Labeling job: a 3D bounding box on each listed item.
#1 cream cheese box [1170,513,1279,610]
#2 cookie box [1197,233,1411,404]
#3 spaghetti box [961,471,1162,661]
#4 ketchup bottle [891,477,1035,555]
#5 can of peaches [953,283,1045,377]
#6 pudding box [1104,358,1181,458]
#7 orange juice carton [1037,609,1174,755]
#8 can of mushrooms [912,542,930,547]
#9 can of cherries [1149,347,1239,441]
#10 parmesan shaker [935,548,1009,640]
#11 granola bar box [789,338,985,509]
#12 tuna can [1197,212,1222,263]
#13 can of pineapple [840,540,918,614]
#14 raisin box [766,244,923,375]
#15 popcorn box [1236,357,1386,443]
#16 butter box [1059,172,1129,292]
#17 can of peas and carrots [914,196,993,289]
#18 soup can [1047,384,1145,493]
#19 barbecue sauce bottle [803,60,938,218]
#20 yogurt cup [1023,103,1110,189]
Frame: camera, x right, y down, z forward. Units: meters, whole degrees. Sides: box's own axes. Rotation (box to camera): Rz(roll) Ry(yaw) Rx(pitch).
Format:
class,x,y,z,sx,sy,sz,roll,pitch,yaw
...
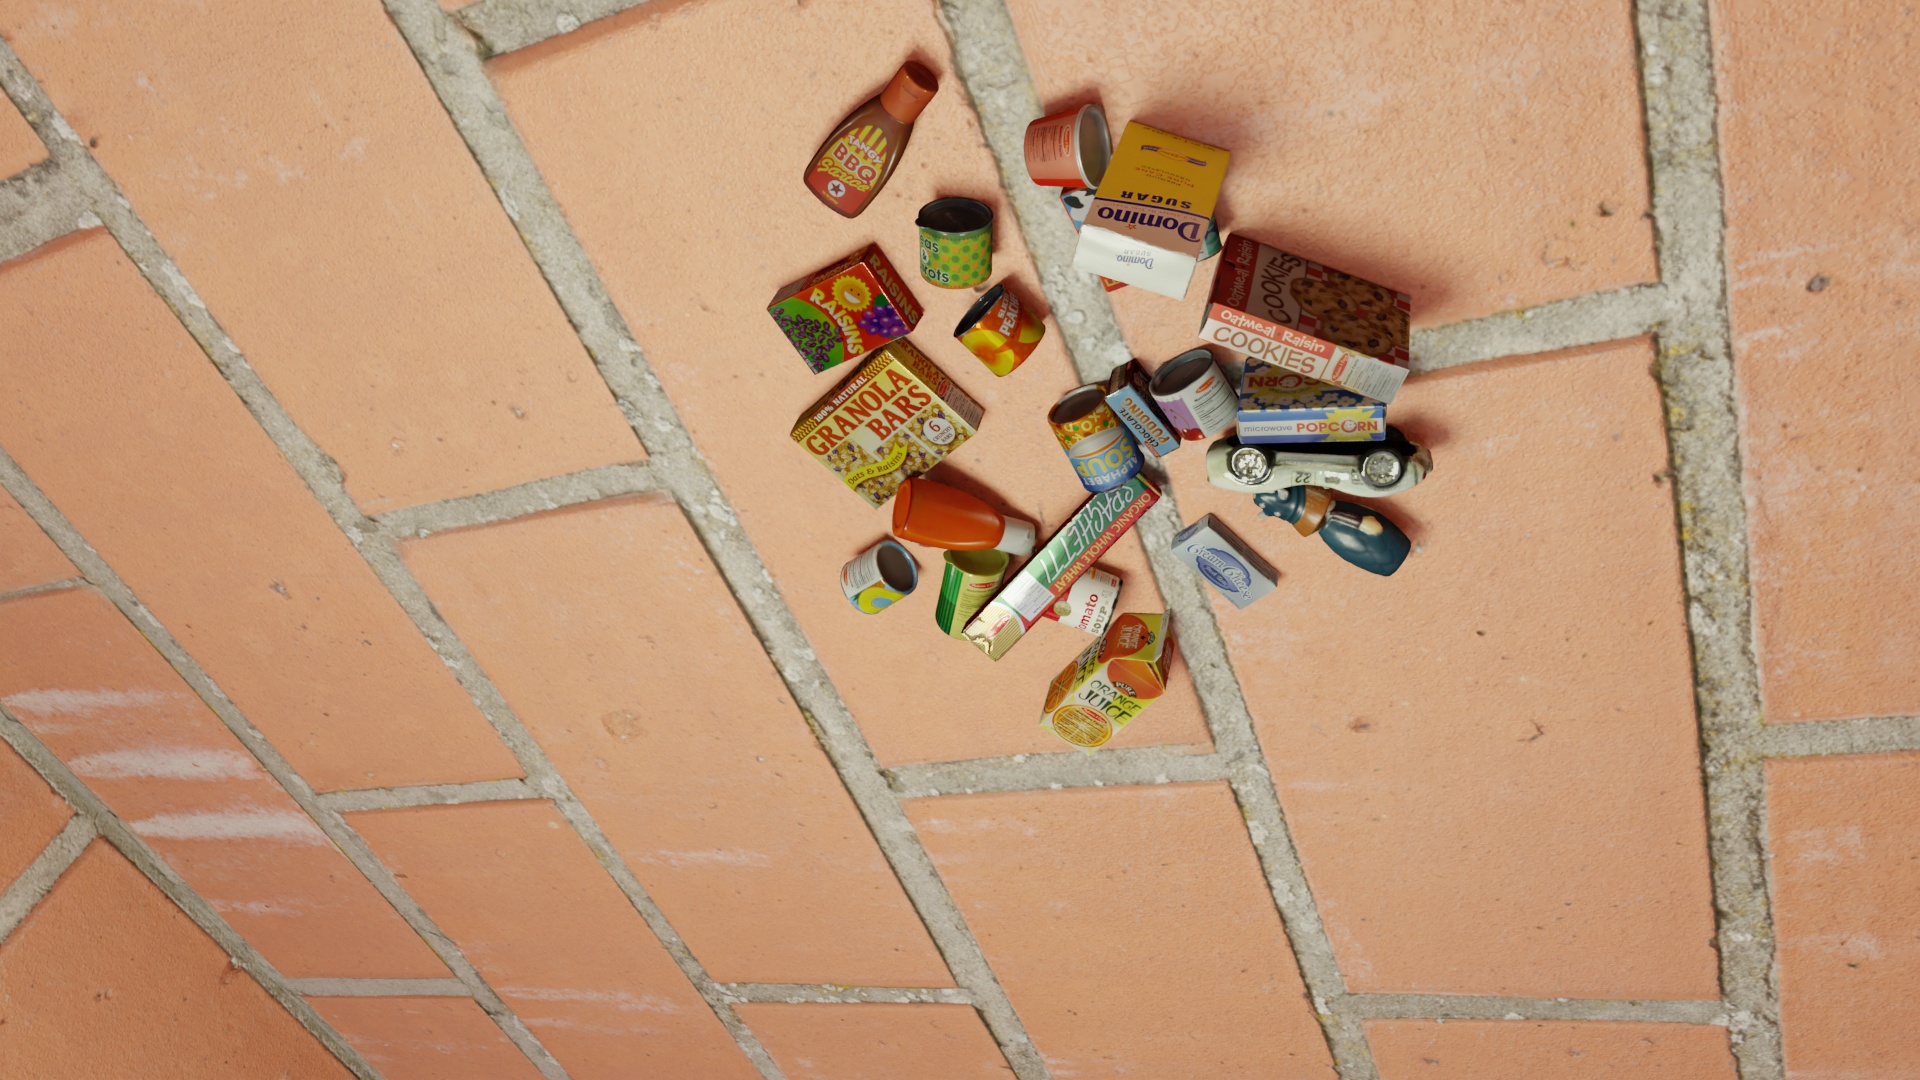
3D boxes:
class,x,y,z,sx,sy,sz,roll,pitch,yaw
cream cheese box,0.269,0.022,1.412,0.103,0.024,0.053,39,129,-15
cookie box,0.289,-0.188,1.158,0.167,0.123,0.040,20,132,2
spaghetti box,0.101,0.021,1.404,0.050,0.029,0.249,41,108,-7
ketchup bottle,0.005,-0.018,1.425,0.149,0.065,0.043,15,163,-25
can of peaches,0.038,-0.194,1.279,0.058,0.071,0.071,42,130,-18
pudding box,0.173,-0.123,1.304,0.030,0.050,0.083,-28,115,34
orange juice carton,0.170,0.150,1.524,0.073,0.072,0.191,32,132,-9
can of mushrooms,-0.037,-0.027,1.471,0.071,0.034,0.070,10,132,11
can of cherries,0.215,-0.134,1.273,0.071,0.072,0.058,-21,120,32
parmesan shaker,0.008,0.051,1.498,0.071,0.072,0.102,17,133,5
granola bar box,-0.075,-0.118,1.403,0.124,0.039,0.165,41,130,-17
tuna can,0.186,-0.256,1.176,0.071,0.071,0.032,-7,115,25
can of pineapple,-0.087,0.041,1.526,0.057,0.071,0.071,-31,114,36
raisin box,-0.111,-0.219,1.329,0.123,0.040,0.086,-18,120,32
popcorn box,0.312,-0.126,1.229,0.126,0.085,0.038,0,130,19
butter box,0.132,-0.270,1.211,0.053,0.024,0.103,-15,123,28
can of peas and carrots,-0.006,-0.263,1.234,0.071,0.071,0.058,10,132,11
soup can,0.130,-0.096,1.328,0.071,0.072,0.083,-15,122,29
barbecue sauce bottle,-0.074,-0.349,1.202,0.065,0.044,0.148,38,130,-12
yogurt cup,0.088,-0.325,1.154,0.054,0.073,0.072,2,130,28
